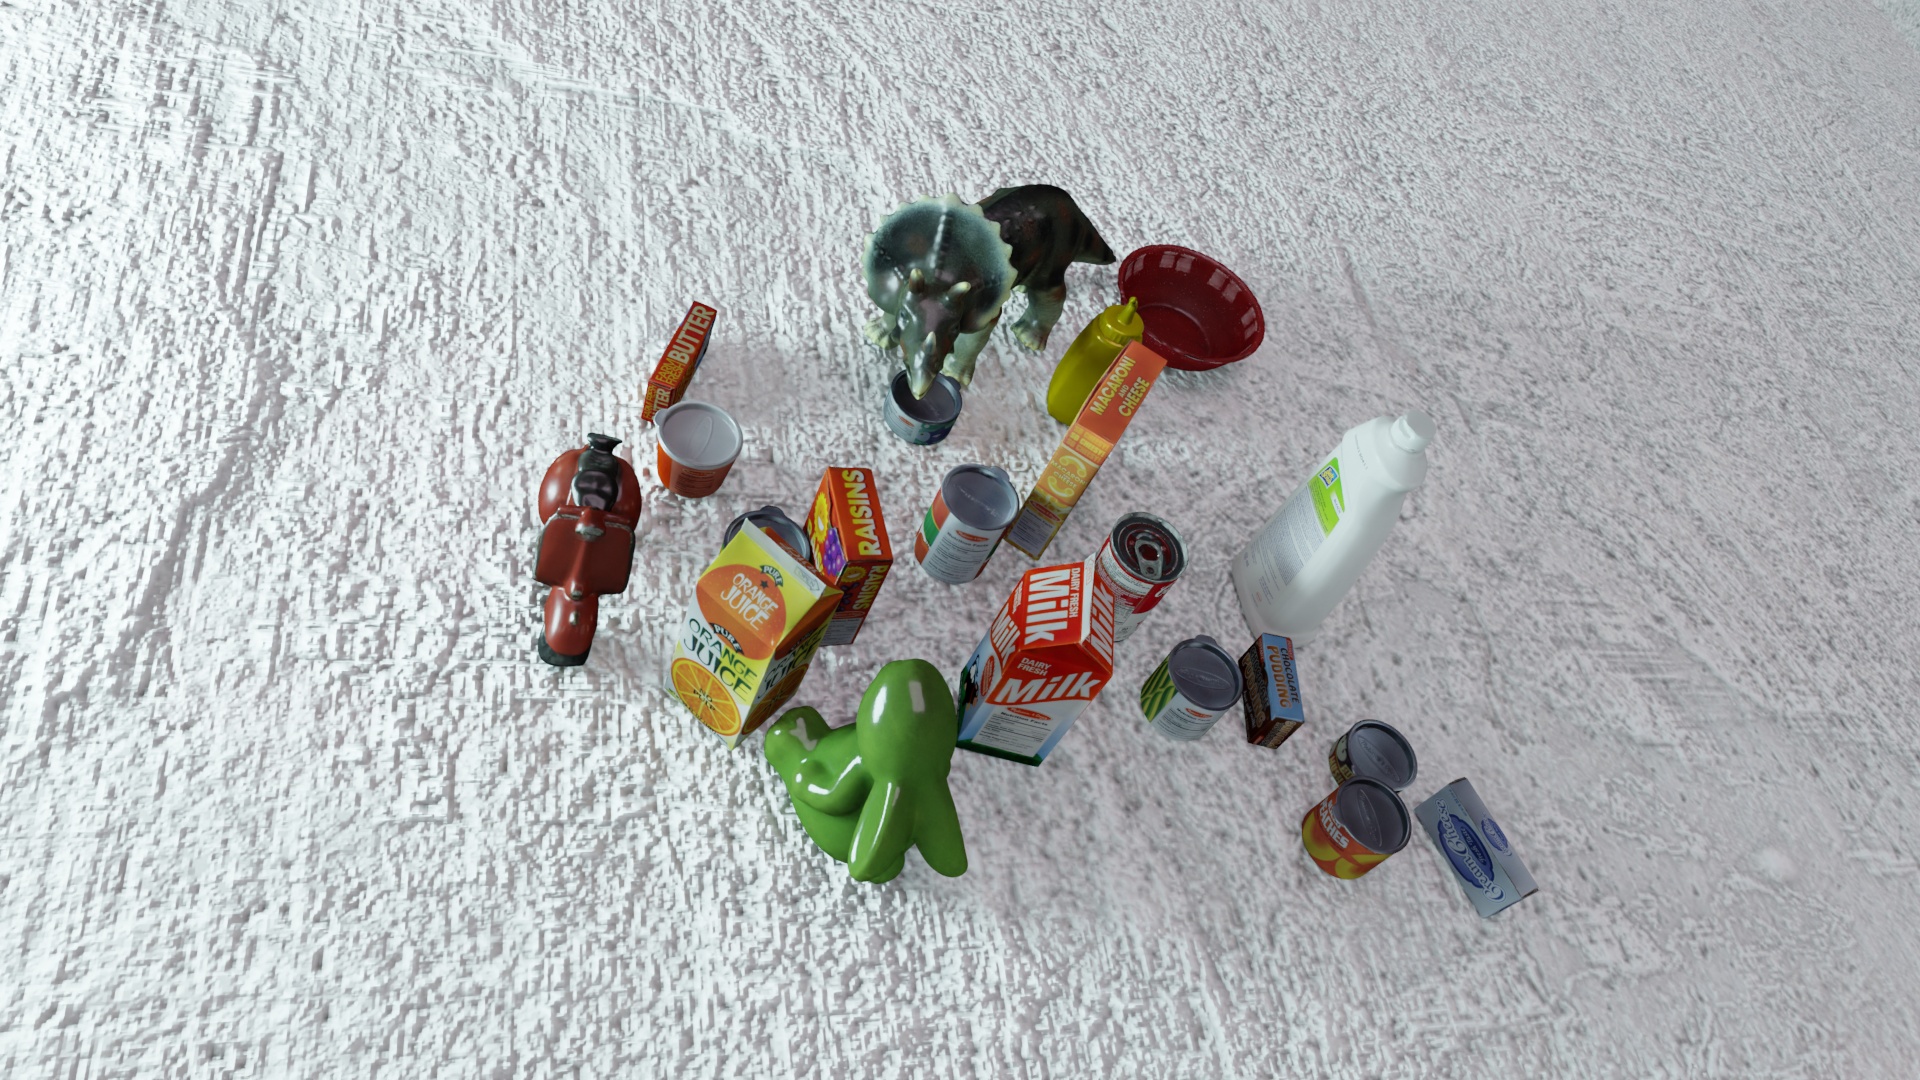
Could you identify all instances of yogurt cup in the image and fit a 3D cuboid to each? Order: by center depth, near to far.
[{"bbox_3d":[-0.213,-0.071,1.116,0.072,0.053,0.073,11,52,-15],"label":"yogurt cup"}]

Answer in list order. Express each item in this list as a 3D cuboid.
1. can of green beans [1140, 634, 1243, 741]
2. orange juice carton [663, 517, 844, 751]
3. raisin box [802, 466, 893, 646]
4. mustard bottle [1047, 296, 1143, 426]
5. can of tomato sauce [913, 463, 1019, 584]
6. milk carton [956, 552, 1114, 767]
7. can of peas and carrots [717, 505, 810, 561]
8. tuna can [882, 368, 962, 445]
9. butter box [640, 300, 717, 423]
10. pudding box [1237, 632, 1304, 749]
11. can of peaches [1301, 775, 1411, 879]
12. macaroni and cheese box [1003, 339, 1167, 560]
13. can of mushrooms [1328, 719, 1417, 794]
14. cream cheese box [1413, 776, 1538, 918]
[{"bbox_3d":[0.188,0.123,1.135,0.071,0.057,0.071,11,52,-15],"label":"can of green beans"},{"bbox_3d":[-0.141,0.060,0.959,0.072,0.191,0.073,41,51,10],"label":"orange juice carton"},{"bbox_3d":[-0.092,0.013,1.058,0.040,0.122,0.086,0,56,-22],"label":"raisin box"},{"bbox_3d":[0.130,-0.166,1.256,0.065,0.159,0.049,22,51,-6],"label":"mustard bottle"},{"bbox_3d":[0.004,-0.014,1.144,0.071,0.082,0.071,11,53,-15],"label":"can of tomato sauce"},{"bbox_3d":[0.060,0.088,1.022,0.073,0.189,0.073,16,52,-11],"label":"milk carton"},{"bbox_3d":[-0.155,0.018,1.072,0.071,0.058,0.071,11,52,-15],"label":"can of peas and carrots"},{"bbox_3d":[-0.033,-0.121,1.239,0.071,0.032,0.071,11,52,-15],"label":"tuna can"},{"bbox_3d":[-0.235,-0.148,1.164,0.024,0.052,0.104,22,50,-6],"label":"butter box"},{"bbox_3d":[0.261,0.126,1.167,0.030,0.049,0.084,12,52,-14],"label":"pudding box"},{"bbox_3d":[0.313,0.229,1.107,0.071,0.057,0.071,11,52,-15],"label":"can of peaches"},{"bbox_3d":[0.104,-0.075,1.175,0.040,0.165,0.124,33,50,3],"label":"macaroni and cheese box"},{"bbox_3d":[0.345,0.188,1.167,0.071,0.033,0.071,11,52,-15],"label":"can of mushrooms"},{"bbox_3d":[0.421,0.252,1.138,0.024,0.053,0.104,-13,62,-29],"label":"cream cheese box"}]
